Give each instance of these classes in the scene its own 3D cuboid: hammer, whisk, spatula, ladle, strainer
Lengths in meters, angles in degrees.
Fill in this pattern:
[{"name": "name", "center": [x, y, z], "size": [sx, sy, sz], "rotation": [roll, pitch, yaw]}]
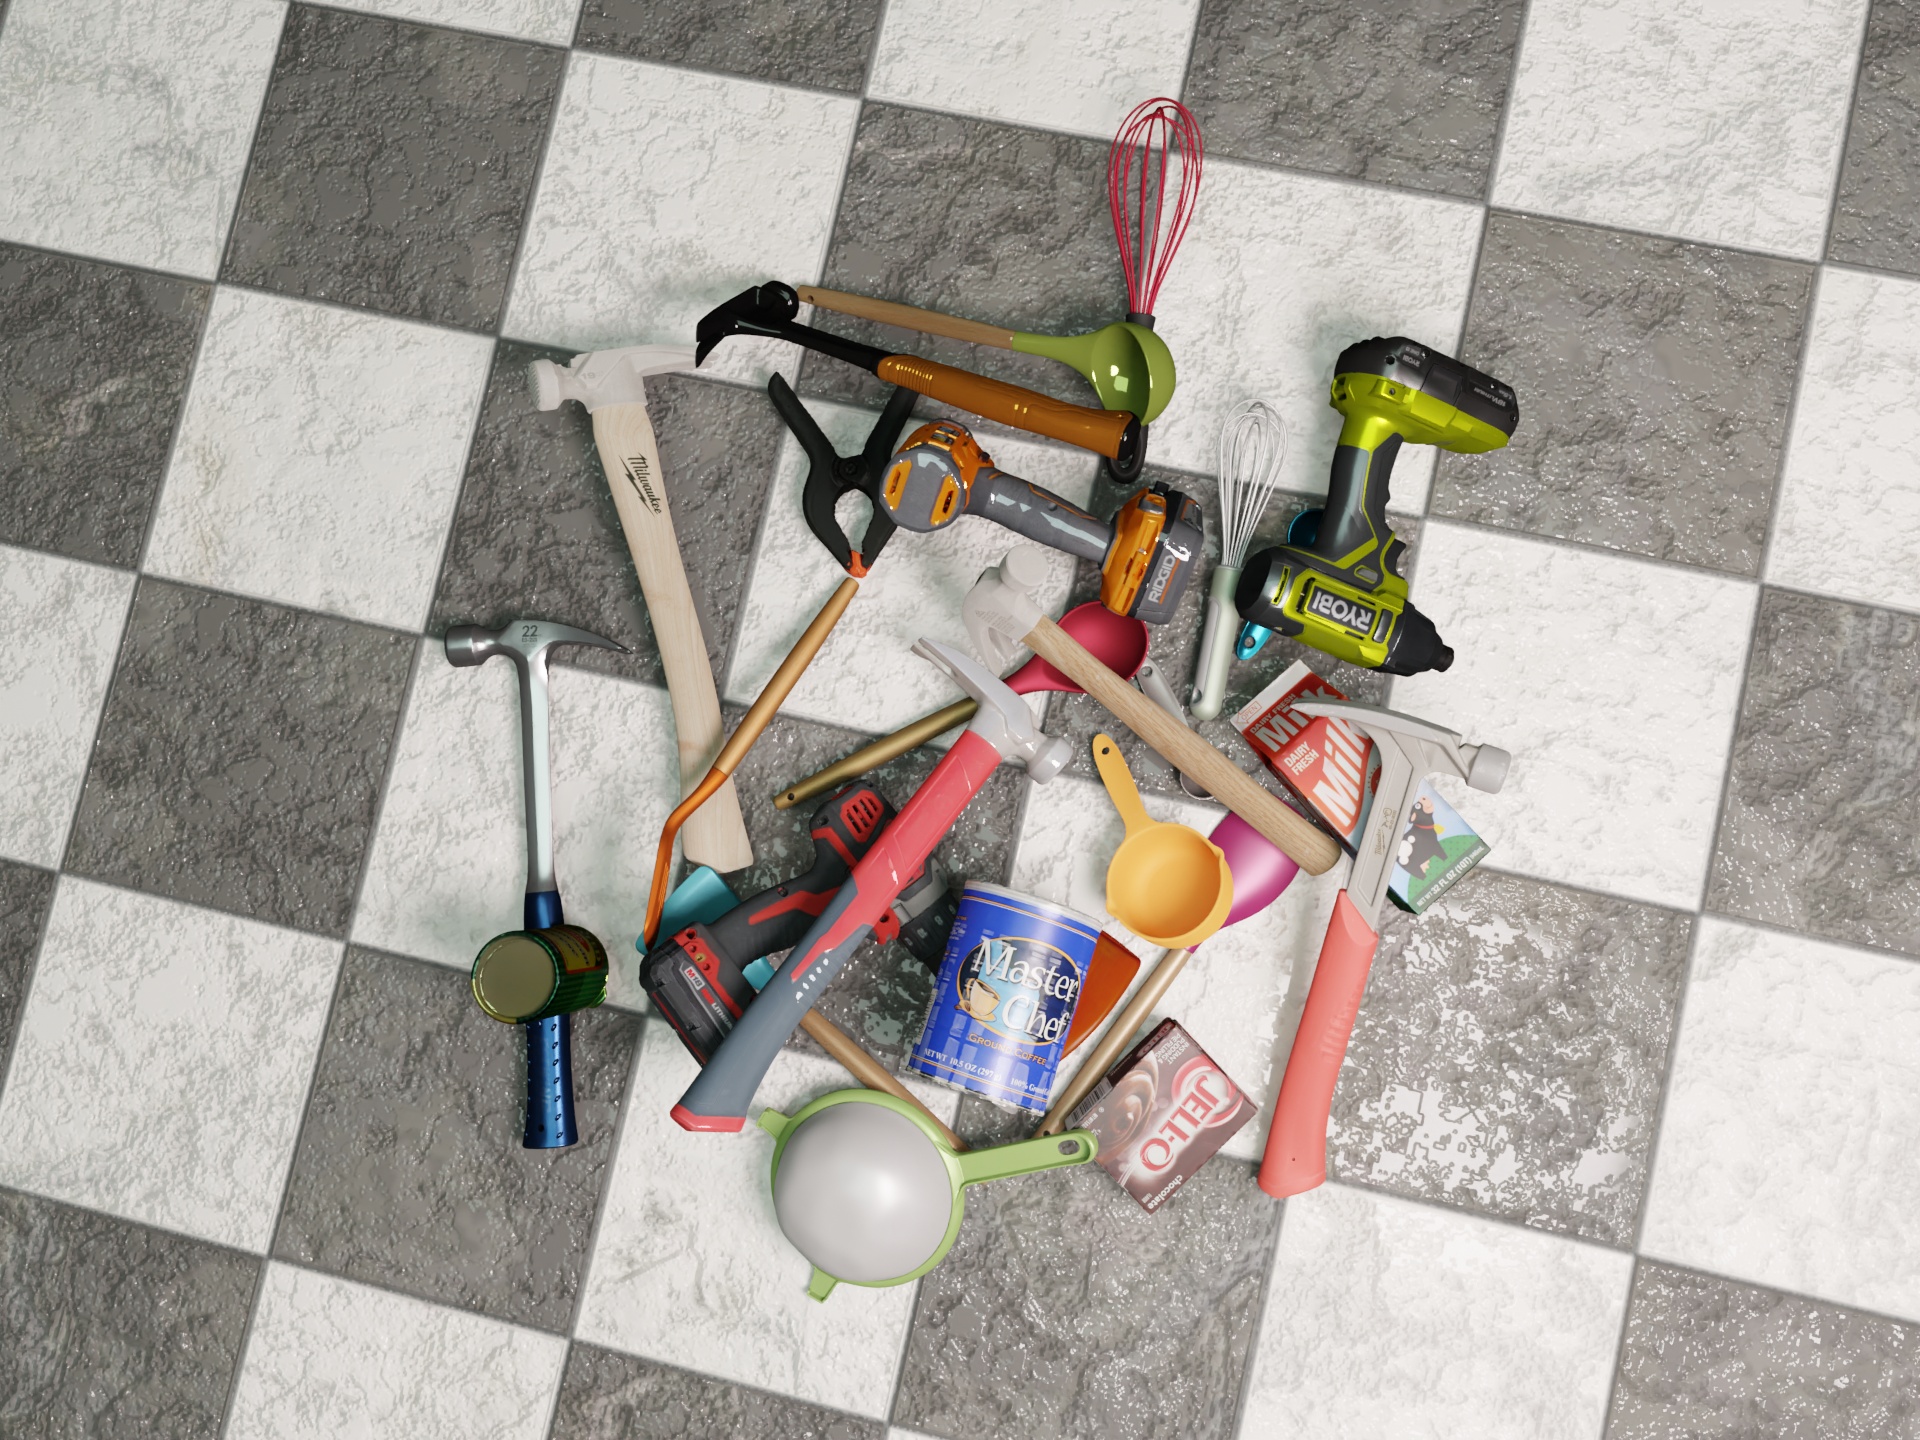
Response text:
[{"name": "hammer", "center": [0.261, 0.167, 1.119], "size": [0.149, 0.036, 0.359], "rotation": [17, 104, 18]}, {"name": "whisk", "center": [0.140, -0.329, 1.222], "size": [0.073, 0.073, 0.296], "rotation": [6, 92, 6]}, {"name": "spatula", "center": [-0.100, 0.240, 1.193], "size": [0.317, 0.044, 0.082], "rotation": [40, 84, 7]}, {"name": "ladle", "center": [0.012, -0.290, 1.209], "size": [0.320, 0.062, 0.078], "rotation": [17, 129, 18]}, {"name": "hammer", "center": [-0.030, -0.253, 1.176], "size": [0.337, 0.127, 0.034], "rotation": [21, 127, 15]}, {"name": "hammer", "center": [-0.081, 0.117, 1.114], "size": [0.143, 0.038, 0.386], "rotation": [40, 68, -4]}, {"name": "hammer", "center": [0.139, 0.004, 1.146], "size": [0.331, 0.130, 0.031], "rotation": [38, 63, -7]}, {"name": "spatula", "center": [-0.159, 0.024, 1.188], "size": [0.041, 0.081, 0.323], "rotation": [32, 71, 3]}, {"name": "strainer", "center": [-0.028, 0.335, 1.136], "size": [0.256, 0.069, 0.151], "rotation": [-16, 91, 17]}, {"name": "hammer", "center": [-0.318, 0.121, 1.228], "size": [0.144, 0.035, 0.405], "rotation": [-4, 84, 5]}, {"name": "ladle", "center": [-0.002, -0.004, 1.216], "size": [0.315, 0.031, 0.069], "rotation": [-26, 87, 4]}, {"name": "whisk", "center": [0.204, -0.121, 1.199], "size": [0.059, 0.058, 0.246], "rotation": [11, 90, -24]}, {"name": "hammer", "center": [-0.214, -0.087, 1.227], "size": [0.146, 0.038, 0.410], "rotation": [-13, 89, -23]}]

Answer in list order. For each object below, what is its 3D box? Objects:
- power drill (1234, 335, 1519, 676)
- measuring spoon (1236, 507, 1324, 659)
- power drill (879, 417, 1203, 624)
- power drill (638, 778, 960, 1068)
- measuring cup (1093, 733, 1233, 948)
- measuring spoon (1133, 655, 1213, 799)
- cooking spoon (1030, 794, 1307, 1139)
[{"name": "power drill", "center": [0.315, -0.151, 1.166], "size": [0.171, 0.080, 0.223], "rotation": [20, 89, -15]}, {"name": "measuring spoon", "center": [0.244, -0.103, 1.210], "size": [0.042, 0.021, 0.128], "rotation": [29, 97, -10]}, {"name": "power drill", "center": [0.060, -0.158, 1.172], "size": [0.226, 0.164, 0.084], "rotation": [20, 113, -1]}, {"name": "power drill", "center": [-0.097, 0.175, 1.158], "size": [0.227, 0.080, 0.188], "rotation": [-37, 90, -22]}, {"name": "measuring cup", "center": [0.142, 0.089, 1.186], "size": [0.095, 0.052, 0.174], "rotation": [-29, 61, 13]}, {"name": "measuring spoon", "center": [0.163, 0.005, 1.208], "size": [0.034, 0.018, 0.124], "rotation": [-24, 76, -5]}, {"name": "cooking spoon", "center": [0.152, 0.191, 1.186], "size": [0.069, 0.017, 0.319], "rotation": [37, 88, 10]}]
